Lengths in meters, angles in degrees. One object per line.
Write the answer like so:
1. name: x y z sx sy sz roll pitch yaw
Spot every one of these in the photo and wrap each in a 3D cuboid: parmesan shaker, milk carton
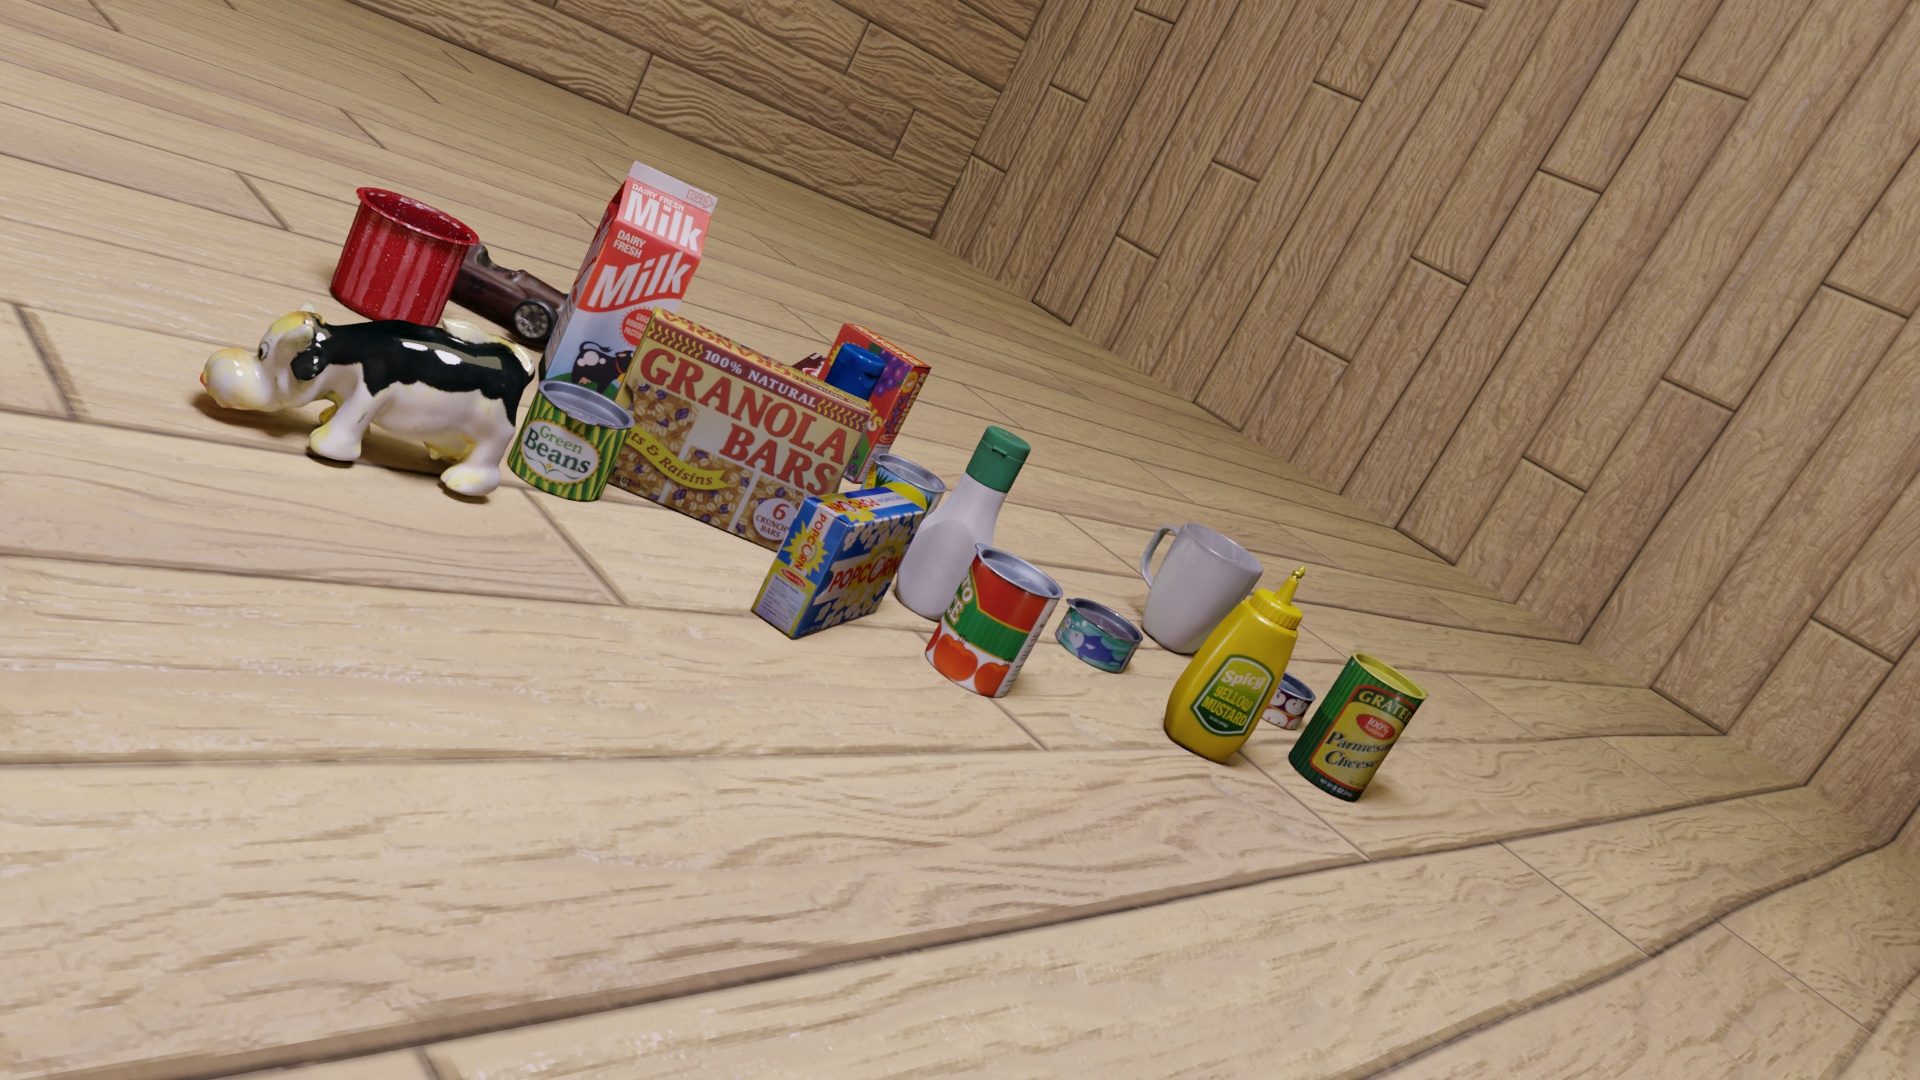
1. parmesan shaker: 0.322 0.152 1.121 0.071 0.102 0.071 26 15 -7
2. milk carton: -0.262 -0.197 1.093 0.072 0.190 0.074 21 16 -25

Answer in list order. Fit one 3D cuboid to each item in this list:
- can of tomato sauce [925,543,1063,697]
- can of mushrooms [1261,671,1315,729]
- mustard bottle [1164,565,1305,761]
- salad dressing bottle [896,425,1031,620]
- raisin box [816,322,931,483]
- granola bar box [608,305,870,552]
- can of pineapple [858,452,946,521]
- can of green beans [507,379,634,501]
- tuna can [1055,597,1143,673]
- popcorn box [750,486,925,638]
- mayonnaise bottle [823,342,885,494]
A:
1. can of tomato sauce: 0.021 0.055 0.959 0.071 0.083 0.071 26 15 -7
2. can of mushrooms: 0.275 0.135 1.227 0.071 0.033 0.071 26 15 -7
3. mustard bottle: 0.213 0.087 1.037 0.065 0.159 0.049 26 15 -8
4. salad dressing bottle: 0.004 -0.013 1.028 0.064 0.147 0.044 29 15 5
5. raisin box: -0.093 -0.125 1.275 0.086 0.123 0.040 34 16 21
6. granola bar box: -0.164 -0.074 0.985 0.165 0.124 0.039 23 15 -16
7. can of pineapple: -0.055 -0.034 1.168 0.071 0.057 0.071 26 15 -7
8. can of green beans: -0.259 -0.066 0.924 0.071 0.057 0.071 26 15 -7
9. tuna can: 0.111 0.077 1.138 0.071 0.032 0.071 26 15 -7
10. popcorn box: -0.078 0.012 0.926 0.038 0.085 0.127 32 16 16
11. mayonnaise bottle: -0.104 -0.076 1.048 0.065 0.147 0.041 11 22 -48
